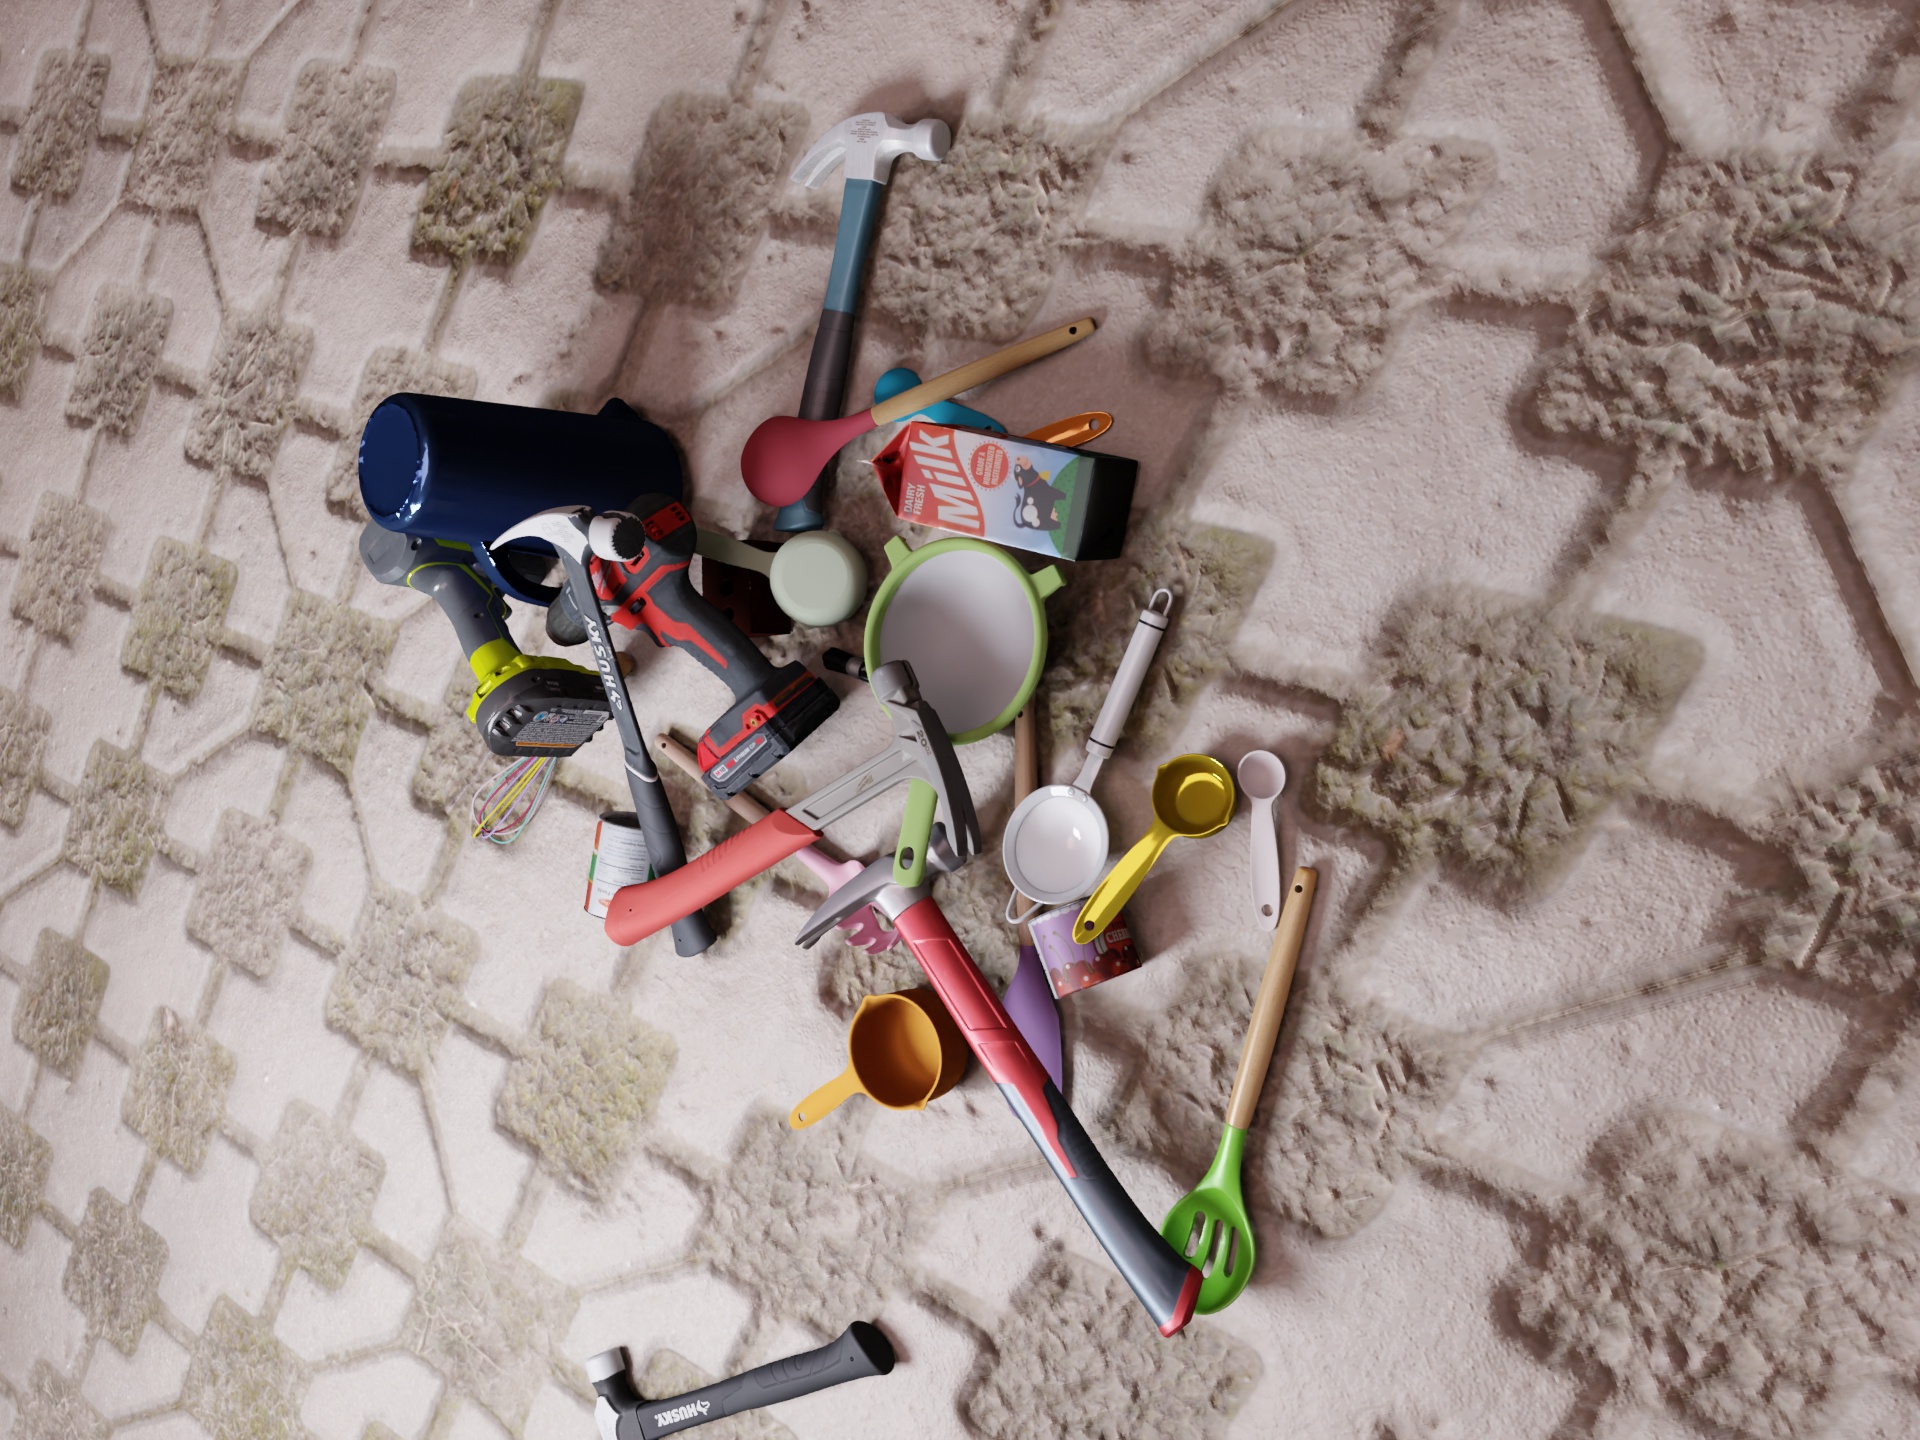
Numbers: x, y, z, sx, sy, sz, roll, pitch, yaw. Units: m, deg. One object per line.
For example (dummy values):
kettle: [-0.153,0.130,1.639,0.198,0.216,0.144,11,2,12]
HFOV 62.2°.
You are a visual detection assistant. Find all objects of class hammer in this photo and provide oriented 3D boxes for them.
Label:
hammer: [0.032,0.263,1.123,0.143,0.038,0.387,-36,69,2]
hammer: [-0.263,0.020,1.263,0.149,0.036,0.408,11,125,35]
hammer: [-0.098,-0.308,1.253,0.128,0.033,0.331,18,101,32]
hammer: [-0.183,0.568,1.328,0.335,0.035,0.146,-30,74,31]
hammer: [-0.142,0.100,1.197,0.359,0.036,0.149,-31,72,31]

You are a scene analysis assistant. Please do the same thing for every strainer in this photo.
strainer: [-0.002,-0.004,1.166,0.151,0.069,0.256,14,95,30]
strainer: [0.097,0.027,1.124,0.087,0.050,0.258,29,101,35]

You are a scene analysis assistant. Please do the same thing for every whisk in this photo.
whisk: [-0.372,0.028,1.442,0.245,0.047,0.051,-46,66,22]

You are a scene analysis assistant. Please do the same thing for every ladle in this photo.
ladle: [-0.041,-0.237,1.198,0.315,0.031,0.069,-19,90,24]

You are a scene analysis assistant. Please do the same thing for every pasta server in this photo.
pasta server: [-0.151,0.090,1.295,0.316,0.040,0.060,34,97,30]

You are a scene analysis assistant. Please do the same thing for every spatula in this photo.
spatula: [0.048,0.139,1.171,0.060,0.018,0.316,1,92,37]

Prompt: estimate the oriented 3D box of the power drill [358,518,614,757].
power drill: [-0.388,-0.080,1.364,0.080,0.190,0.229,-42,71,18]

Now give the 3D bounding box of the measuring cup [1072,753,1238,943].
measuring cup: [0.130,0.091,1.084,0.062,0.029,0.156,40,95,24]

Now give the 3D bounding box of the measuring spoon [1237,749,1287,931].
measuring spoon: [0.207,0.080,1.068,0.034,0.018,0.124,2,99,34]

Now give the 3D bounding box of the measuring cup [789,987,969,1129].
measuring cup: [-0.064,0.271,1.232,0.173,0.052,0.095,-40,70,30]

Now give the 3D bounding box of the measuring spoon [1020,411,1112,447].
measuring spoon: [0.060,-0.203,1.163,0.117,0.011,0.021,-14,90,30]

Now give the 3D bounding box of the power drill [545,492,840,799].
power drill: [-0.225,-0.050,1.261,0.226,0.080,0.188,51,133,-5]

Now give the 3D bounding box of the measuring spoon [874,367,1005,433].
measuring spoon: [-0.019,-0.236,1.207,0.129,0.021,0.042,28,106,32]

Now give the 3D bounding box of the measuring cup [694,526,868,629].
measuring cup: [-0.154,-0.125,1.243,0.167,0.038,0.083,18,91,0]

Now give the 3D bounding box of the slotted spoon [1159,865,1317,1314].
slotted spoon: [0.195,0.249,1.070,0.070,0.031,0.313,18,99,32]
